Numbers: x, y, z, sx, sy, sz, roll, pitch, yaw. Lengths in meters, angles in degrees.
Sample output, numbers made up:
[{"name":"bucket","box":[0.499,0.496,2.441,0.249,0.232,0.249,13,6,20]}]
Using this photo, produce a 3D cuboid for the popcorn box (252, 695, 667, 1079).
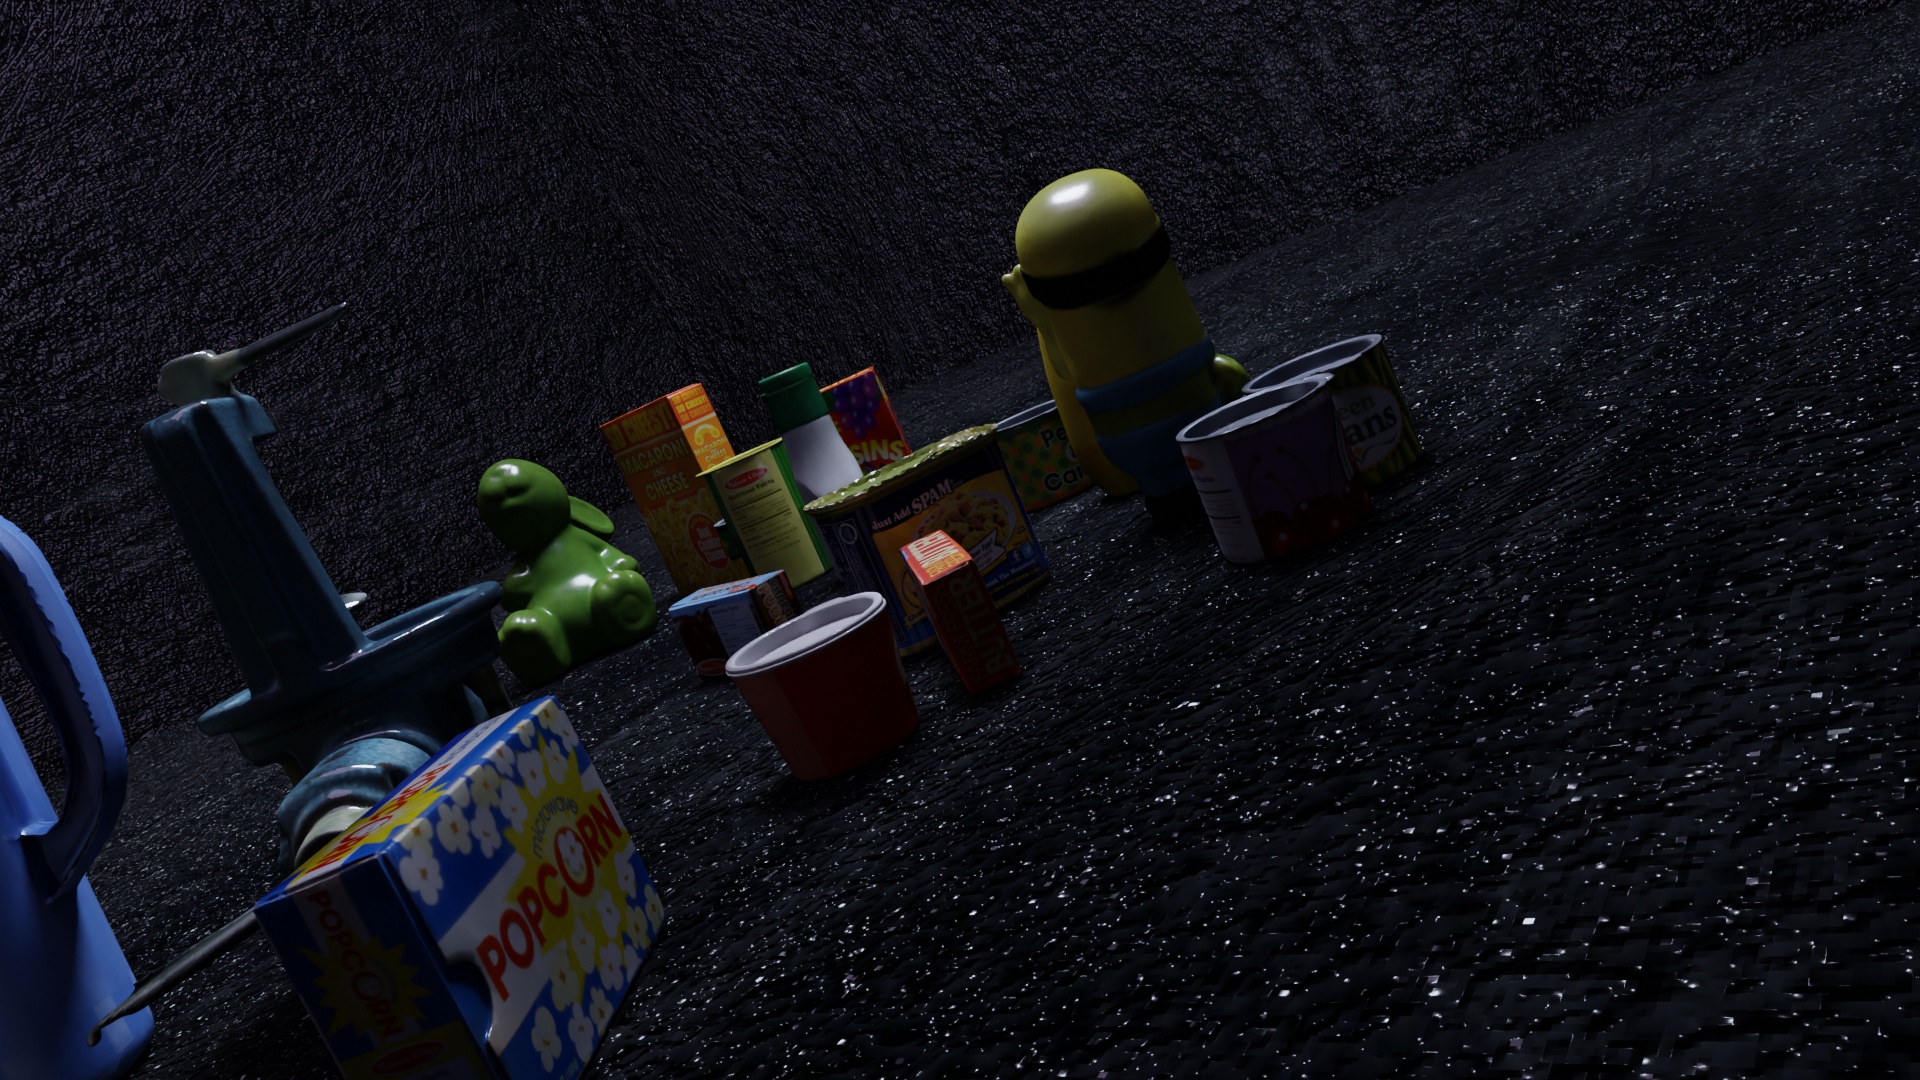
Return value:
[{"name":"popcorn box","box":[-0.131,0.104,0.390,0.038,0.085,0.127,-22,9,7]}]

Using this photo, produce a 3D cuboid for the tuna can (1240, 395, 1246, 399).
[{"name":"tuna can","box":[0.195,-0.082,0.801,0.071,0.032,0.071,-23,9,4]}]

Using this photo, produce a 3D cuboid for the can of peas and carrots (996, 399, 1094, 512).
[{"name":"can of peas and carrots","box":[0.057,-0.058,0.920,0.071,0.058,0.071,-23,9,4]}]

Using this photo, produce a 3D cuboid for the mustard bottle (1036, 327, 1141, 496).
[{"name":"mustard bottle","box":[0.081,-0.108,0.830,0.065,0.160,0.049,-26,9,-18]}]

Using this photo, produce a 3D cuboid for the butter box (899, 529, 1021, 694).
[{"name":"butter box","box":[-0.002,0.029,0.599,0.024,0.053,0.103,-24,9,-4]}]

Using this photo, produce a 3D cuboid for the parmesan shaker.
[{"name":"parmesan shaker","box":[-0.142,-0.015,1.029,0.071,0.103,0.071,-23,9,4]}]

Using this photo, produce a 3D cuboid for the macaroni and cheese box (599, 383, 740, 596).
[{"name":"macaroni and cheese box","box":[-0.231,-0.041,1.190,0.040,0.166,0.123,-31,12,-40]}]

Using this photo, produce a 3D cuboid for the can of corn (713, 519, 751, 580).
[{"name":"can of corn","box":[-0.155,0.001,1.106,0.071,0.058,0.071,-23,9,4]}]

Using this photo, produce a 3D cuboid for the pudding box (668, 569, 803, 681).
[{"name":"pudding box","box":[-0.126,0.049,0.795,0.083,0.049,0.030,-14,13,45]}]

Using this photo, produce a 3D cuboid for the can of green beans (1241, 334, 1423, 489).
[{"name":"can of green beans","box":[0.170,-0.055,0.635,0.071,0.057,0.071,-23,9,4]}]

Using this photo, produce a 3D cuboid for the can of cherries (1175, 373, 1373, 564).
[{"name":"can of cherries","box":[0.134,-0.030,0.583,0.071,0.058,0.071,-23,9,4]}]

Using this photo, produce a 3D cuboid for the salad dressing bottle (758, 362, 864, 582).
[{"name":"salad dressing bottle","box":[-0.090,-0.046,0.936,0.044,0.147,0.064,-26,9,-18]}]

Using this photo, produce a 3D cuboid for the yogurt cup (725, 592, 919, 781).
[{"name":"yogurt cup","box":[-0.051,0.059,0.549,0.072,0.054,0.072,-23,9,4]}]

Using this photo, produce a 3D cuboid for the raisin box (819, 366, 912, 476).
[{"name":"raisin box","box":[-0.081,-0.061,1.073,0.086,0.123,0.040,-23,9,1]}]
